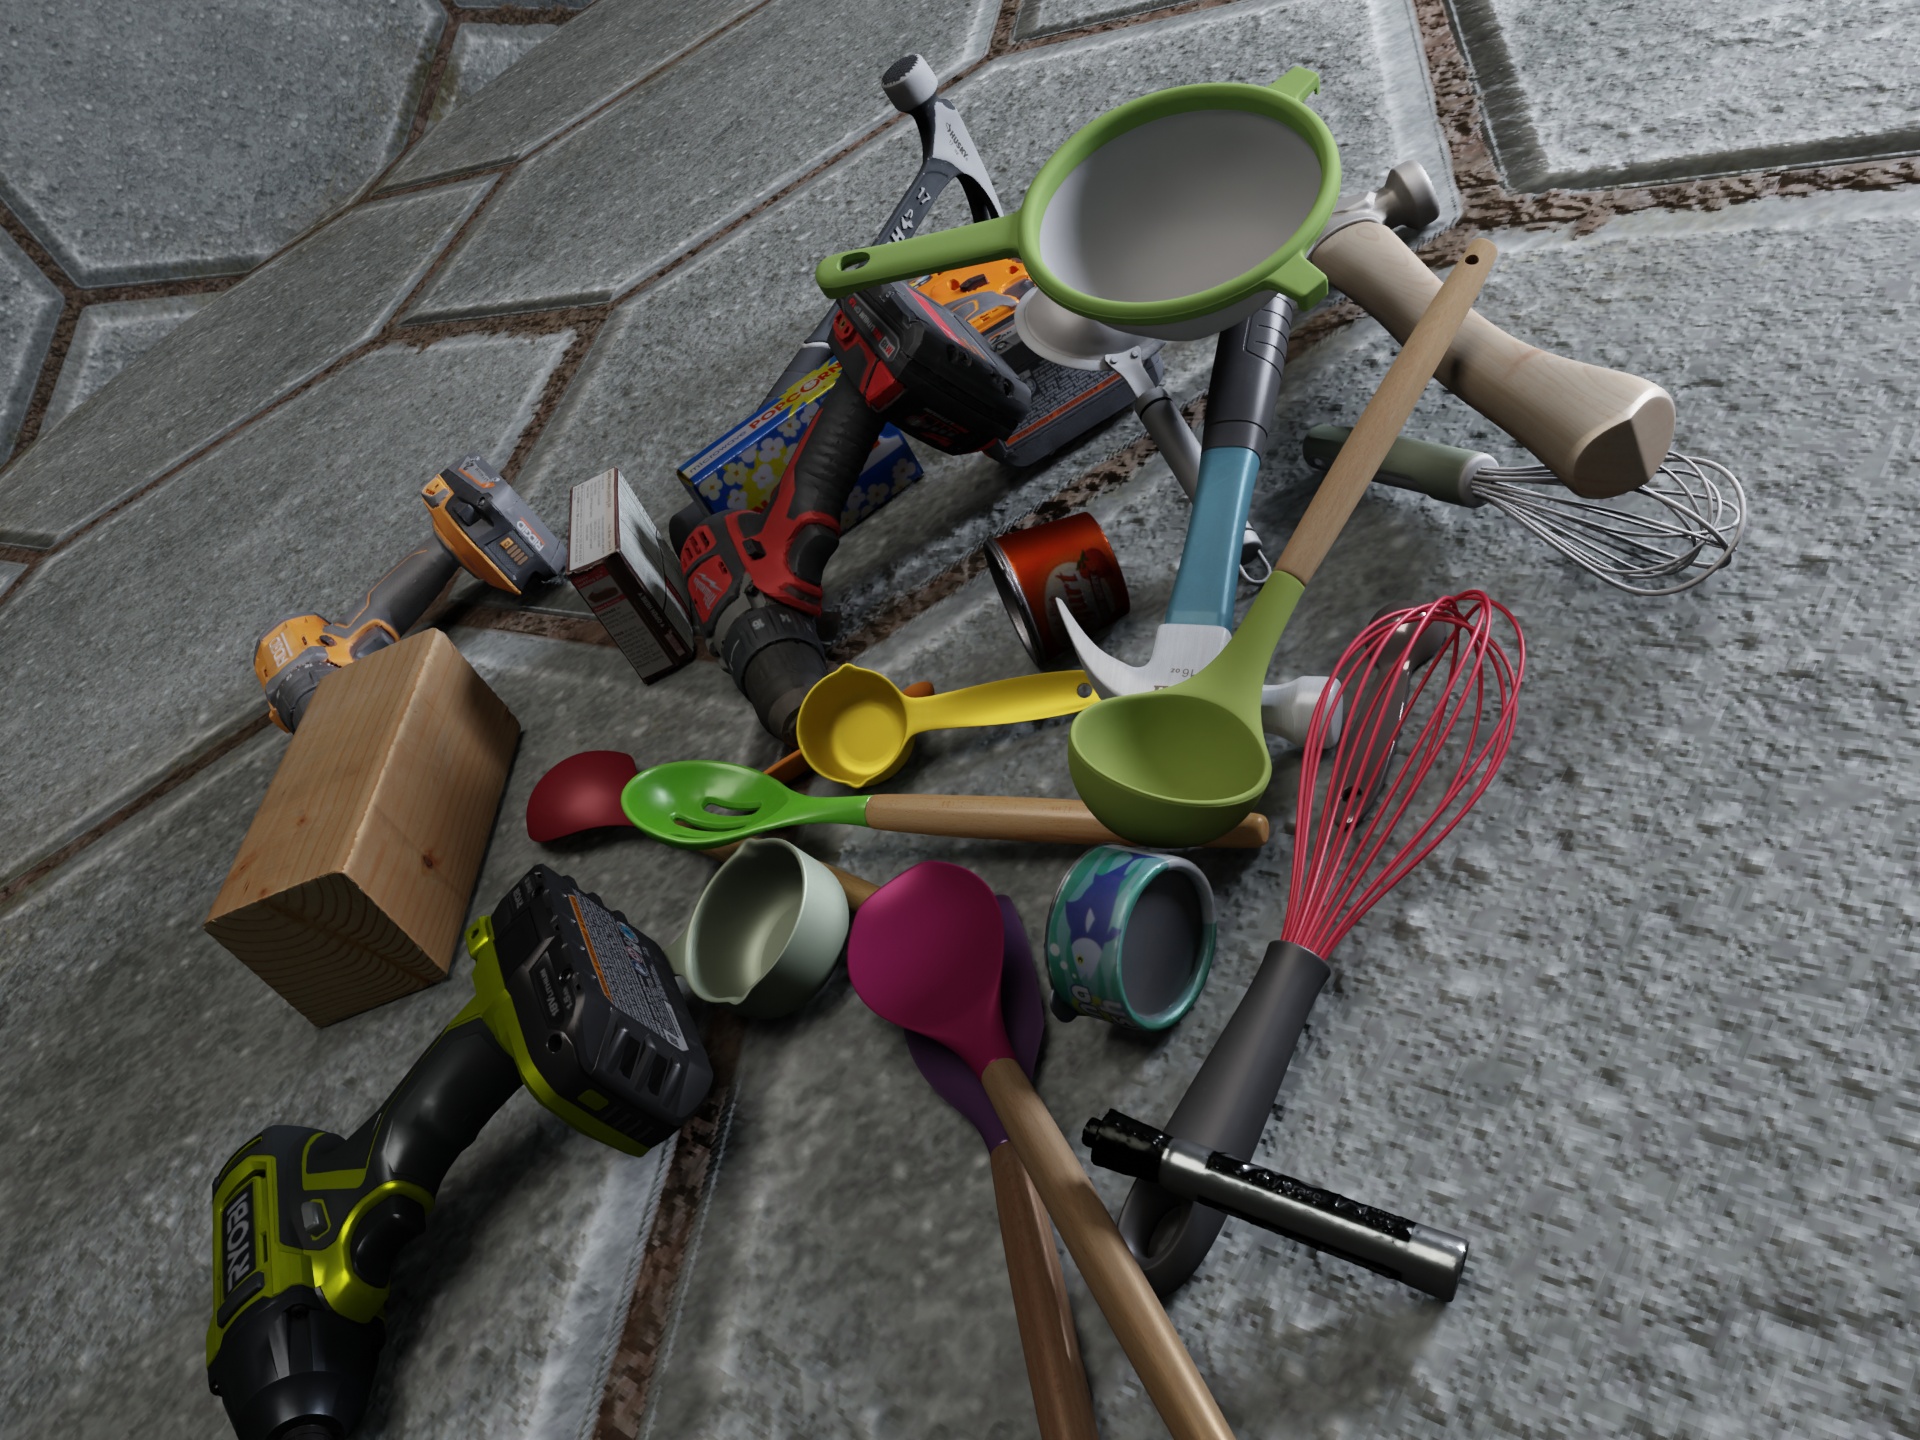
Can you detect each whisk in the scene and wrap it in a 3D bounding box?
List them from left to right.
[{"bbox_3d":[0.128,0.069,0.566,0.073,0.073,0.296,9,59,43],"label":"whisk"},{"bbox_3d":[0.235,-0.103,0.701,0.247,0.057,0.059,32,96,57],"label":"whisk"}]

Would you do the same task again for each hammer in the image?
[{"bbox_3d":[-0.084,-0.264,1.090,0.036,0.149,0.409,5,58,42],"label":"hammer"},{"bbox_3d":[0.130,-0.133,0.748,0.128,0.033,0.331,3,59,21],"label":"hammer"},{"bbox_3d":[0.220,-0.189,0.774,0.146,0.038,0.411,-27,27,10],"label":"hammer"}]

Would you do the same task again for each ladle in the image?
[{"bbox_3d":[-0.128,0.060,0.794,0.316,0.031,0.069,14,54,43],"label":"ladle"},{"bbox_3d":[0.145,-0.084,0.647,0.078,0.062,0.320,25,73,25],"label":"ladle"}]

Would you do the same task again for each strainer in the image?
[{"bbox_3d":[0.058,-0.221,0.771,0.256,0.069,0.152,-6,57,19],"label":"strainer"},{"bbox_3d":[0.097,-0.169,0.817,0.087,0.050,0.259,-19,61,-12],"label":"strainer"}]

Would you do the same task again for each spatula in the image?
[{"bbox_3d":[0.019,0.171,0.552,0.060,0.018,0.316,-27,34,8],"label":"spatula"}]

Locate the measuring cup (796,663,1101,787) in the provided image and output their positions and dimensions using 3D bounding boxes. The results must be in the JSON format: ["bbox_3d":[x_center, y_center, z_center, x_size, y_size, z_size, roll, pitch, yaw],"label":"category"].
[{"bbox_3d":[-0.001,-0.002,0.770,0.156,0.029,0.062,-9,77,9],"label":"measuring cup"}]

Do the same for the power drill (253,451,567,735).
[{"bbox_3d":[-0.384,-0.072,1.101,0.226,0.084,0.186,-42,37,-7],"label":"power drill"}]

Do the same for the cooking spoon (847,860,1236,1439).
[{"bbox_3d":[0.023,0.140,0.557,0.069,0.017,0.319,-34,33,-2],"label":"cooking spoon"}]

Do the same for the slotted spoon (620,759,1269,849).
[{"bbox_3d":[-0.017,0.043,0.705,0.314,0.031,0.070,1,27,28],"label":"slotted spoon"}]

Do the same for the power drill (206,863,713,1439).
[{"bbox_3d":[-0.213,0.182,0.648,0.223,0.080,0.171,-45,36,2],"label":"power drill"}]

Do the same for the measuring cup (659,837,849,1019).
[{"bbox_3d":[-0.115,0.114,0.716,0.167,0.038,0.083,-33,43,30],"label":"measuring cup"}]

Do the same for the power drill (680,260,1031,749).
[{"bbox_3d":[-0.063,-0.110,0.851,0.226,0.080,0.188,-53,38,19],"label":"power drill"}]

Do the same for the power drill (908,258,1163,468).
[{"bbox_3d":[0.038,-0.250,0.996,0.164,0.084,0.227,-32,32,-3],"label":"power drill"}]

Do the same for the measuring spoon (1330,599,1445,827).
[{"bbox_3d":[0.171,-0.007,0.654,0.034,0.018,0.124,-2,46,35],"label":"measuring spoon"}]

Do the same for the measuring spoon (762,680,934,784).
[{"bbox_3d":[-0.063,0.014,0.806,0.117,0.021,0.011,-30,65,2],"label":"measuring spoon"}]
